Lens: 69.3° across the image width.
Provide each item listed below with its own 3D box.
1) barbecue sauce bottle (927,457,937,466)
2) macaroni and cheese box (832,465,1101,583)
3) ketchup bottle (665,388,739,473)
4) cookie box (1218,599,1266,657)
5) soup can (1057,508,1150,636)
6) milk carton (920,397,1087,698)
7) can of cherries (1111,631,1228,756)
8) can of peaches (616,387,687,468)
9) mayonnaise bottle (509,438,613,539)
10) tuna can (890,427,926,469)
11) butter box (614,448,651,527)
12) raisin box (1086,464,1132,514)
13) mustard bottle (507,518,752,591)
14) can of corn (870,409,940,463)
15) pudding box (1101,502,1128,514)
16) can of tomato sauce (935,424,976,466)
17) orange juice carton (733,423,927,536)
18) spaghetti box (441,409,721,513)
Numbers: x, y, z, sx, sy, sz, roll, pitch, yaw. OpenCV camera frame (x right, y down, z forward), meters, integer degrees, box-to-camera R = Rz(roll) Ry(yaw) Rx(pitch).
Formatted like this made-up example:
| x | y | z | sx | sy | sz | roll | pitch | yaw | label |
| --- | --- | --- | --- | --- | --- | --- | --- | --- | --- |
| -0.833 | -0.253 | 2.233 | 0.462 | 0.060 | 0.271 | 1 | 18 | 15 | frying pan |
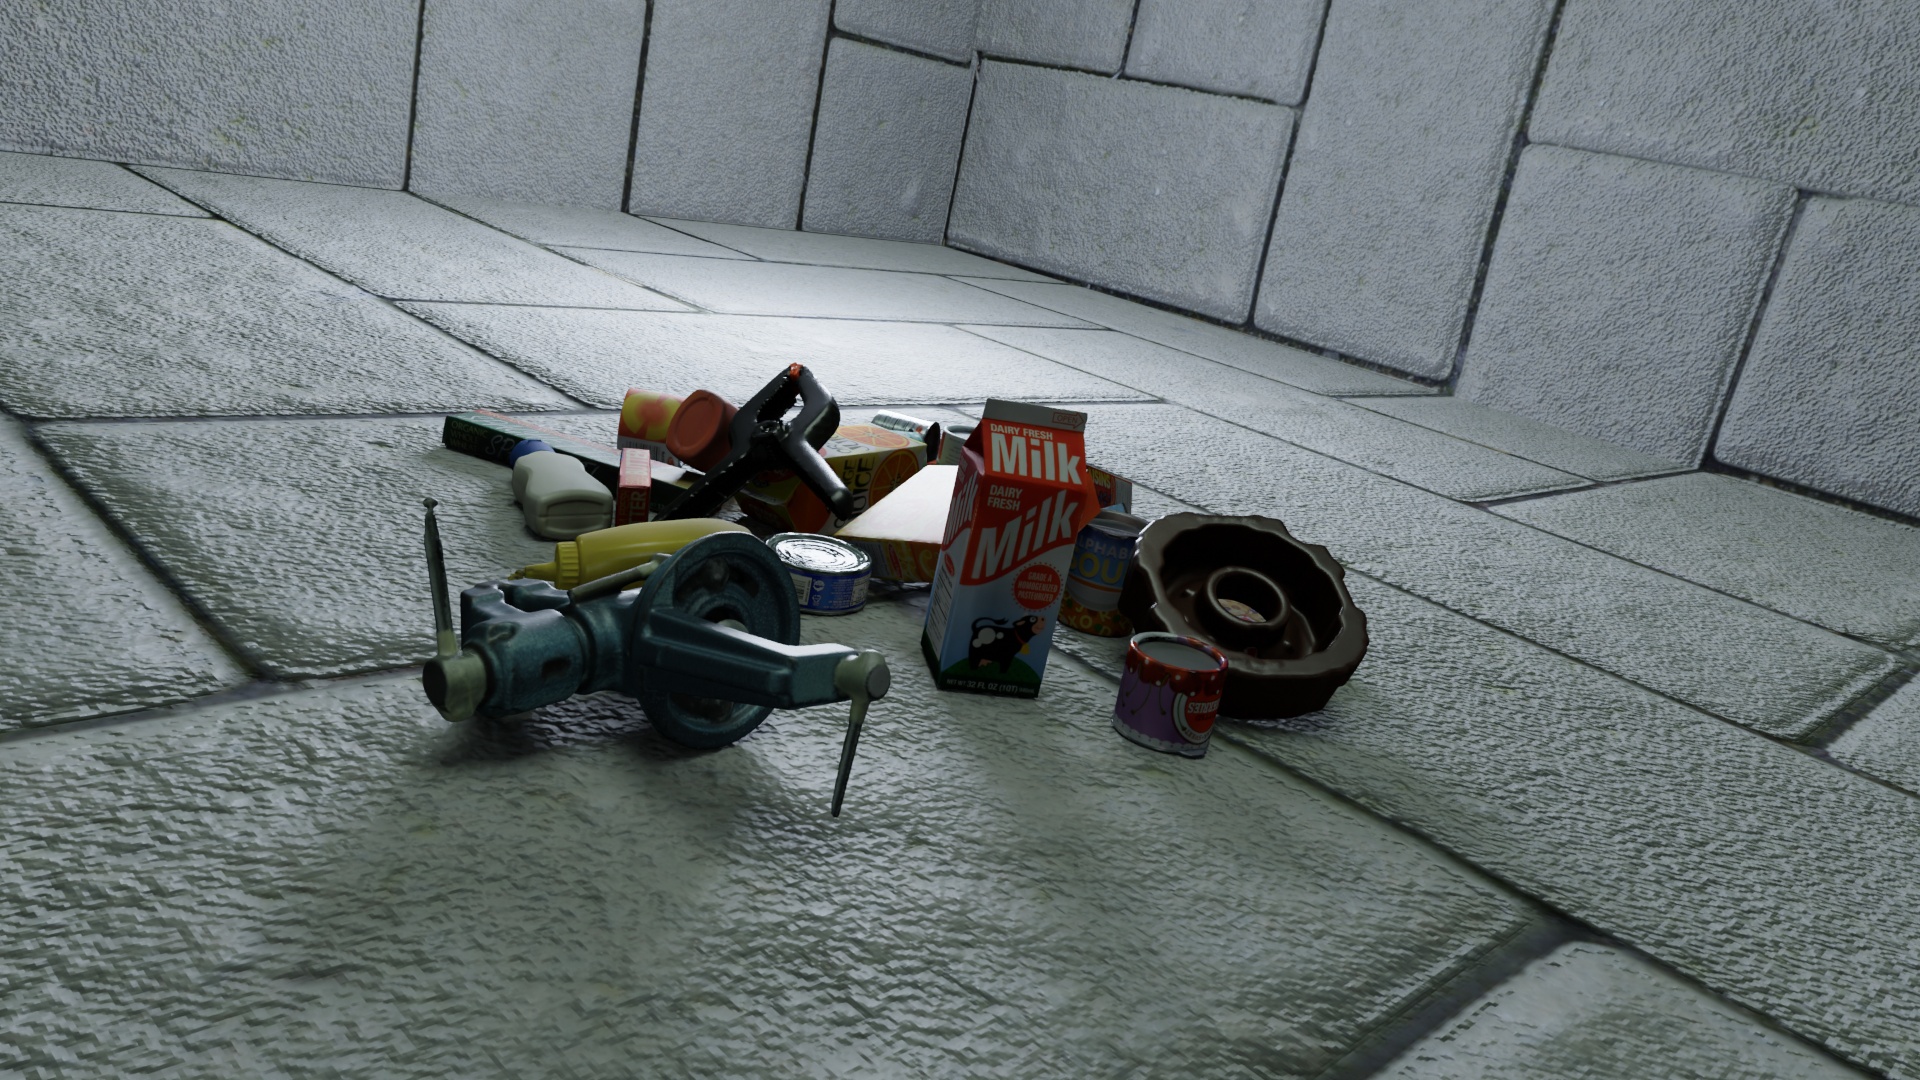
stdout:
| x | y | z | sx | sy | sz | roll | pitch | yaw | label |
| --- | --- | --- | --- | --- | --- | --- | --- | --- | --- |
| 0.003 | -0.072 | 1.390 | 0.065 | 0.043 | 0.149 | 28 | 22 | 17 | barbecue sauce bottle |
| 0.004 | -0.013 | 1.061 | 0.166 | 0.040 | 0.124 | 3 | 31 | 41 | macaroni and cheese box |
| -0.204 | -0.083 | 1.208 | 0.043 | 0.065 | 0.148 | 29 | -4 | 14 | ketchup bottle |
| 0.196 | 0.048 | 1.135 | 0.123 | 0.040 | 0.168 | -4 | 23 | -40 | cookie box |
| 0.111 | 0.025 | 1.081 | 0.071 | 0.083 | 0.071 | 10 | 17 | -3 | soup can |
| 0.031 | 0.001 | 0.921 | 0.072 | 0.189 | 0.073 | 7 | 17 | -14 | milk carton |
| 0.139 | 0.099 | 0.904 | 0.071 | 0.058 | 0.072 | 10 | 16 | -3 | can of cherries |
| -0.278 | -0.105 | 1.267 | 0.058 | 0.071 | 0.071 | 9 | 17 | -6 | can of peaches |
| -0.320 | -0.043 | 1.090 | 0.065 | 0.041 | 0.148 | -3 | 21 | -29 | mayonnaise bottle |
| -0.059 | -0.073 | 1.307 | 0.033 | 0.070 | 0.071 | 3 | 19 | -25 | tuna can |
| -0.255 | -0.033 | 1.079 | 0.024 | 0.053 | 0.104 | 5 | 18 | -15 | butter box |
| 0.096 | -0.044 | 1.274 | 0.086 | 0.040 | 0.123 | 0 | -7 | 29 | raisin box |
| -0.217 | 0.019 | 0.923 | 0.160 | 0.065 | 0.049 | 0 | 24 | -23 | mustard bottle |
| -0.058 | -0.091 | 1.378 | 0.058 | 0.071 | 0.071 | 15 | 17 | 14 | can of corn |
| 0.101 | -0.003 | 1.179 | 0.084 | 0.030 | 0.049 | -15 | -14 | -10 | pudding box |
| 0.008 | -0.059 | 1.284 | 0.071 | 0.082 | 0.071 | 11 | 16 | -3 | can of tomato sauce |
| -0.119 | -0.051 | 1.193 | 0.072 | 0.072 | 0.193 | 22 | 20 | 32 | orange juice carton |
| -0.323 | -0.066 | 1.182 | 0.250 | 0.028 | 0.050 | 17 | 16 | 15 | spaghetti box |
